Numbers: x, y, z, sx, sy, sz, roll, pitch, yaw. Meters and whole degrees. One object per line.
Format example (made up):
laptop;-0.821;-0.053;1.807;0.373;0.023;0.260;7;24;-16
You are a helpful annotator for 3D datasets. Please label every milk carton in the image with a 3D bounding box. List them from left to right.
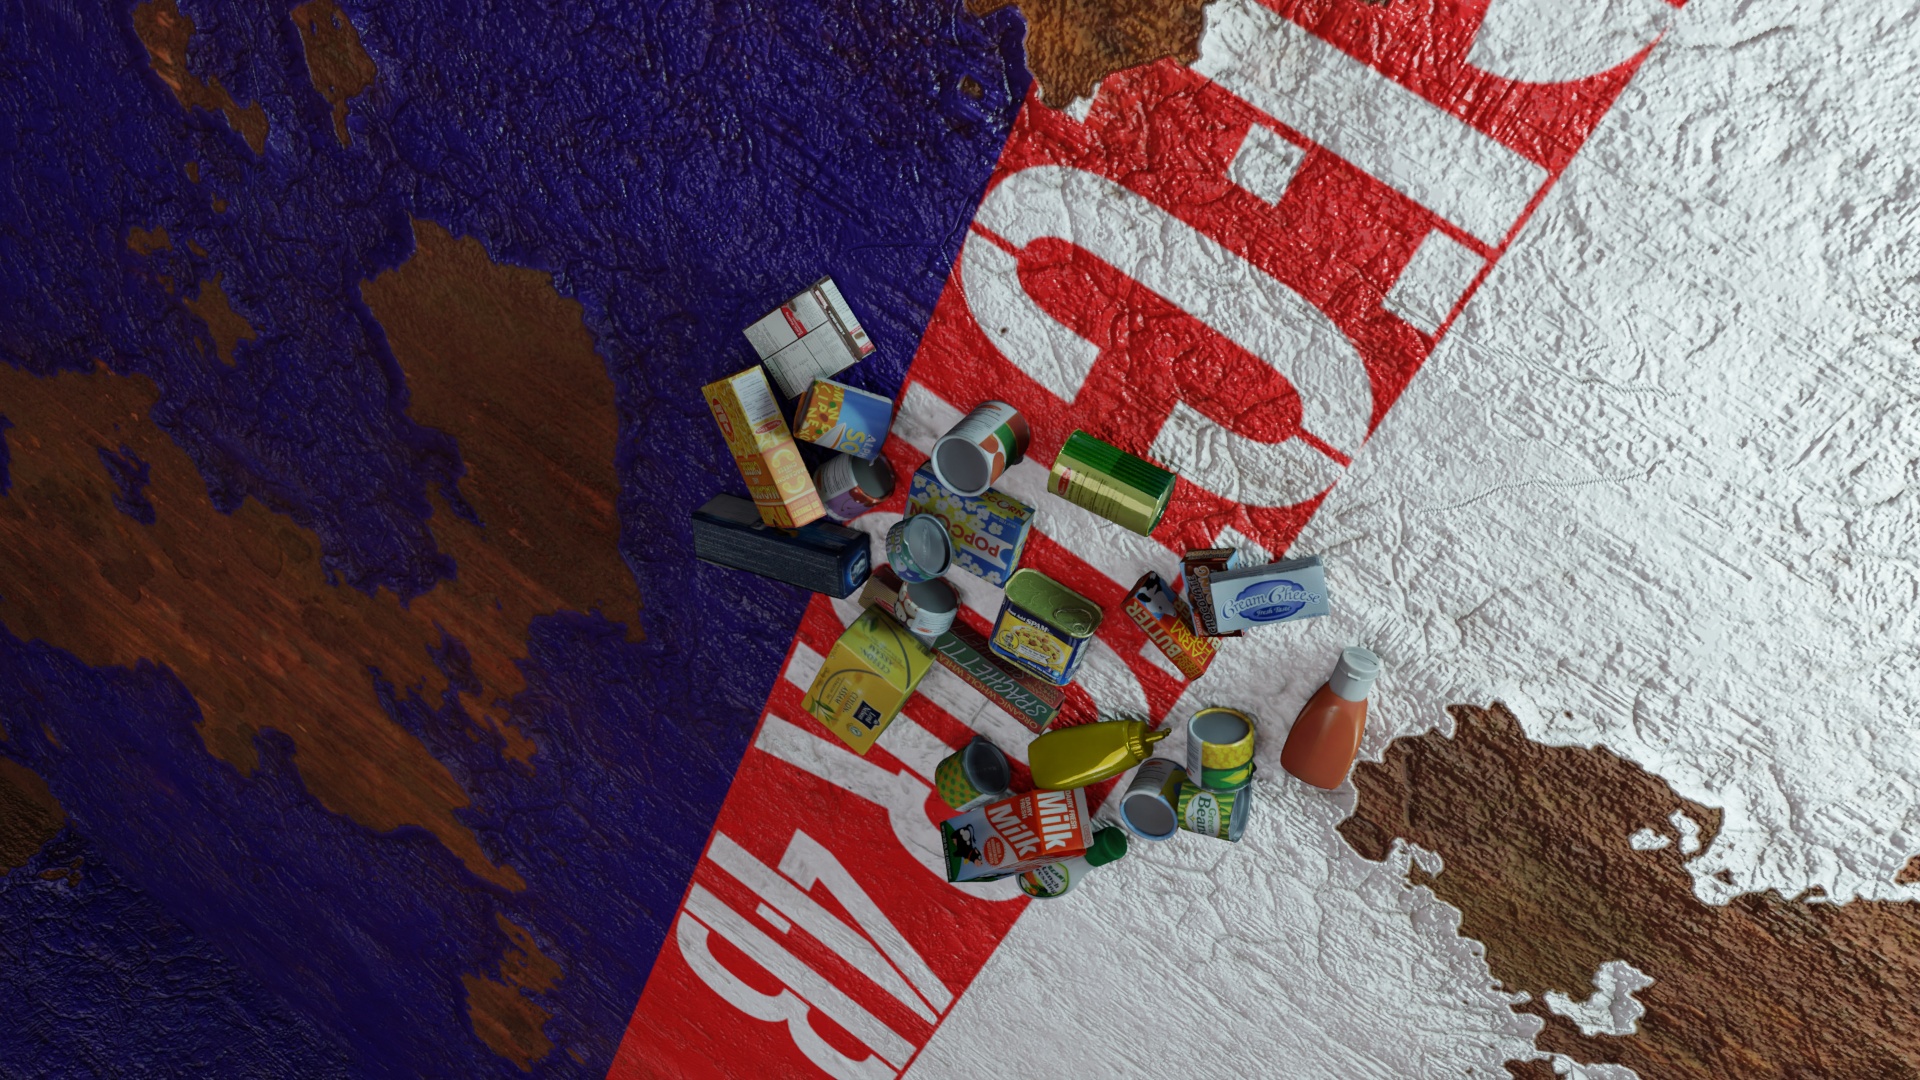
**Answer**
milk carton;0.071;0.326;1.542;0.190;0.073;0.072;-28;62;38

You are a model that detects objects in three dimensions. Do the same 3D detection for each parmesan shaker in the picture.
parmesan shaker;0.141;-0.051;1.294;0.103;0.072;0.071;26;128;14

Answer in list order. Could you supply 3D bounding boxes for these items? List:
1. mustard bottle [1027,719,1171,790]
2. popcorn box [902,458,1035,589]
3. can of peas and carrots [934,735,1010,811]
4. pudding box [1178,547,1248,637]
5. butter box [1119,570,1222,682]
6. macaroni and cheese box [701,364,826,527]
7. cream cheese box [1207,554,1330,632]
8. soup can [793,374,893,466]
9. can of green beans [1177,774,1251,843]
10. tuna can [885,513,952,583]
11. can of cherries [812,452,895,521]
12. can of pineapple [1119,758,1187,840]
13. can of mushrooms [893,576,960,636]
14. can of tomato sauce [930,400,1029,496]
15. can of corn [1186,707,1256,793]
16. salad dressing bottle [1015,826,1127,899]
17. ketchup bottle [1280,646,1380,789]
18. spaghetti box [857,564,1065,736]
mustard bottle;0.150;0.220;1.456;0.160;0.049;0.065;-18;73;26
popcorn box;0.005;-0.018;1.414;0.127;0.038;0.084;27;127;15
can of peas and carrots;0.012;0.263;1.563;0.071;0.071;0.058;49;131;-4
pudding box;0.242;0.050;1.317;0.049;0.030;0.083;-1;117;32
butter box;0.204;0.083;1.345;0.103;0.053;0.024;47;132;-2
macaroni and cheese box;-0.207;-0.095;1.445;0.166;0.040;0.123;67;160;-10
cream cheese box;0.282;0.049;1.273;0.104;0.024;0.053;-10;112;10
soup can;-0.117;-0.119;1.382;0.084;0.072;0.071;16;132;-17
can of green beans;0.259;0.269;1.417;0.058;0.071;0.071;8;122;27
tuna can;-0.043;0.008;1.385;0.032;0.071;0.071;-19;107;39
can of cherries;-0.108;-0.060;1.441;0.058;0.072;0.071;-26;102;38
can of pineapple;0.207;0.273;1.455;0.071;0.058;0.070;15;124;23
can of mushrooms;-0.036;0.065;1.472;0.071;0.071;0.033;32;130;10
can of tomato sauce;0.020;-0.087;1.333;0.071;0.083;0.070;15;124;23
can of corn;0.260;0.207;1.380;0.071;0.071;0.058;11;122;26
salad dressing bottle;0.125;0.361;1.568;0.147;0.044;0.064;-36;89;40
ketchup bottle;0.354;0.167;1.312;0.065;0.044;0.148;24;127;16
spaghetti box;0.000;0.119;1.505;0.250;0.029;0.050;36;131;8
